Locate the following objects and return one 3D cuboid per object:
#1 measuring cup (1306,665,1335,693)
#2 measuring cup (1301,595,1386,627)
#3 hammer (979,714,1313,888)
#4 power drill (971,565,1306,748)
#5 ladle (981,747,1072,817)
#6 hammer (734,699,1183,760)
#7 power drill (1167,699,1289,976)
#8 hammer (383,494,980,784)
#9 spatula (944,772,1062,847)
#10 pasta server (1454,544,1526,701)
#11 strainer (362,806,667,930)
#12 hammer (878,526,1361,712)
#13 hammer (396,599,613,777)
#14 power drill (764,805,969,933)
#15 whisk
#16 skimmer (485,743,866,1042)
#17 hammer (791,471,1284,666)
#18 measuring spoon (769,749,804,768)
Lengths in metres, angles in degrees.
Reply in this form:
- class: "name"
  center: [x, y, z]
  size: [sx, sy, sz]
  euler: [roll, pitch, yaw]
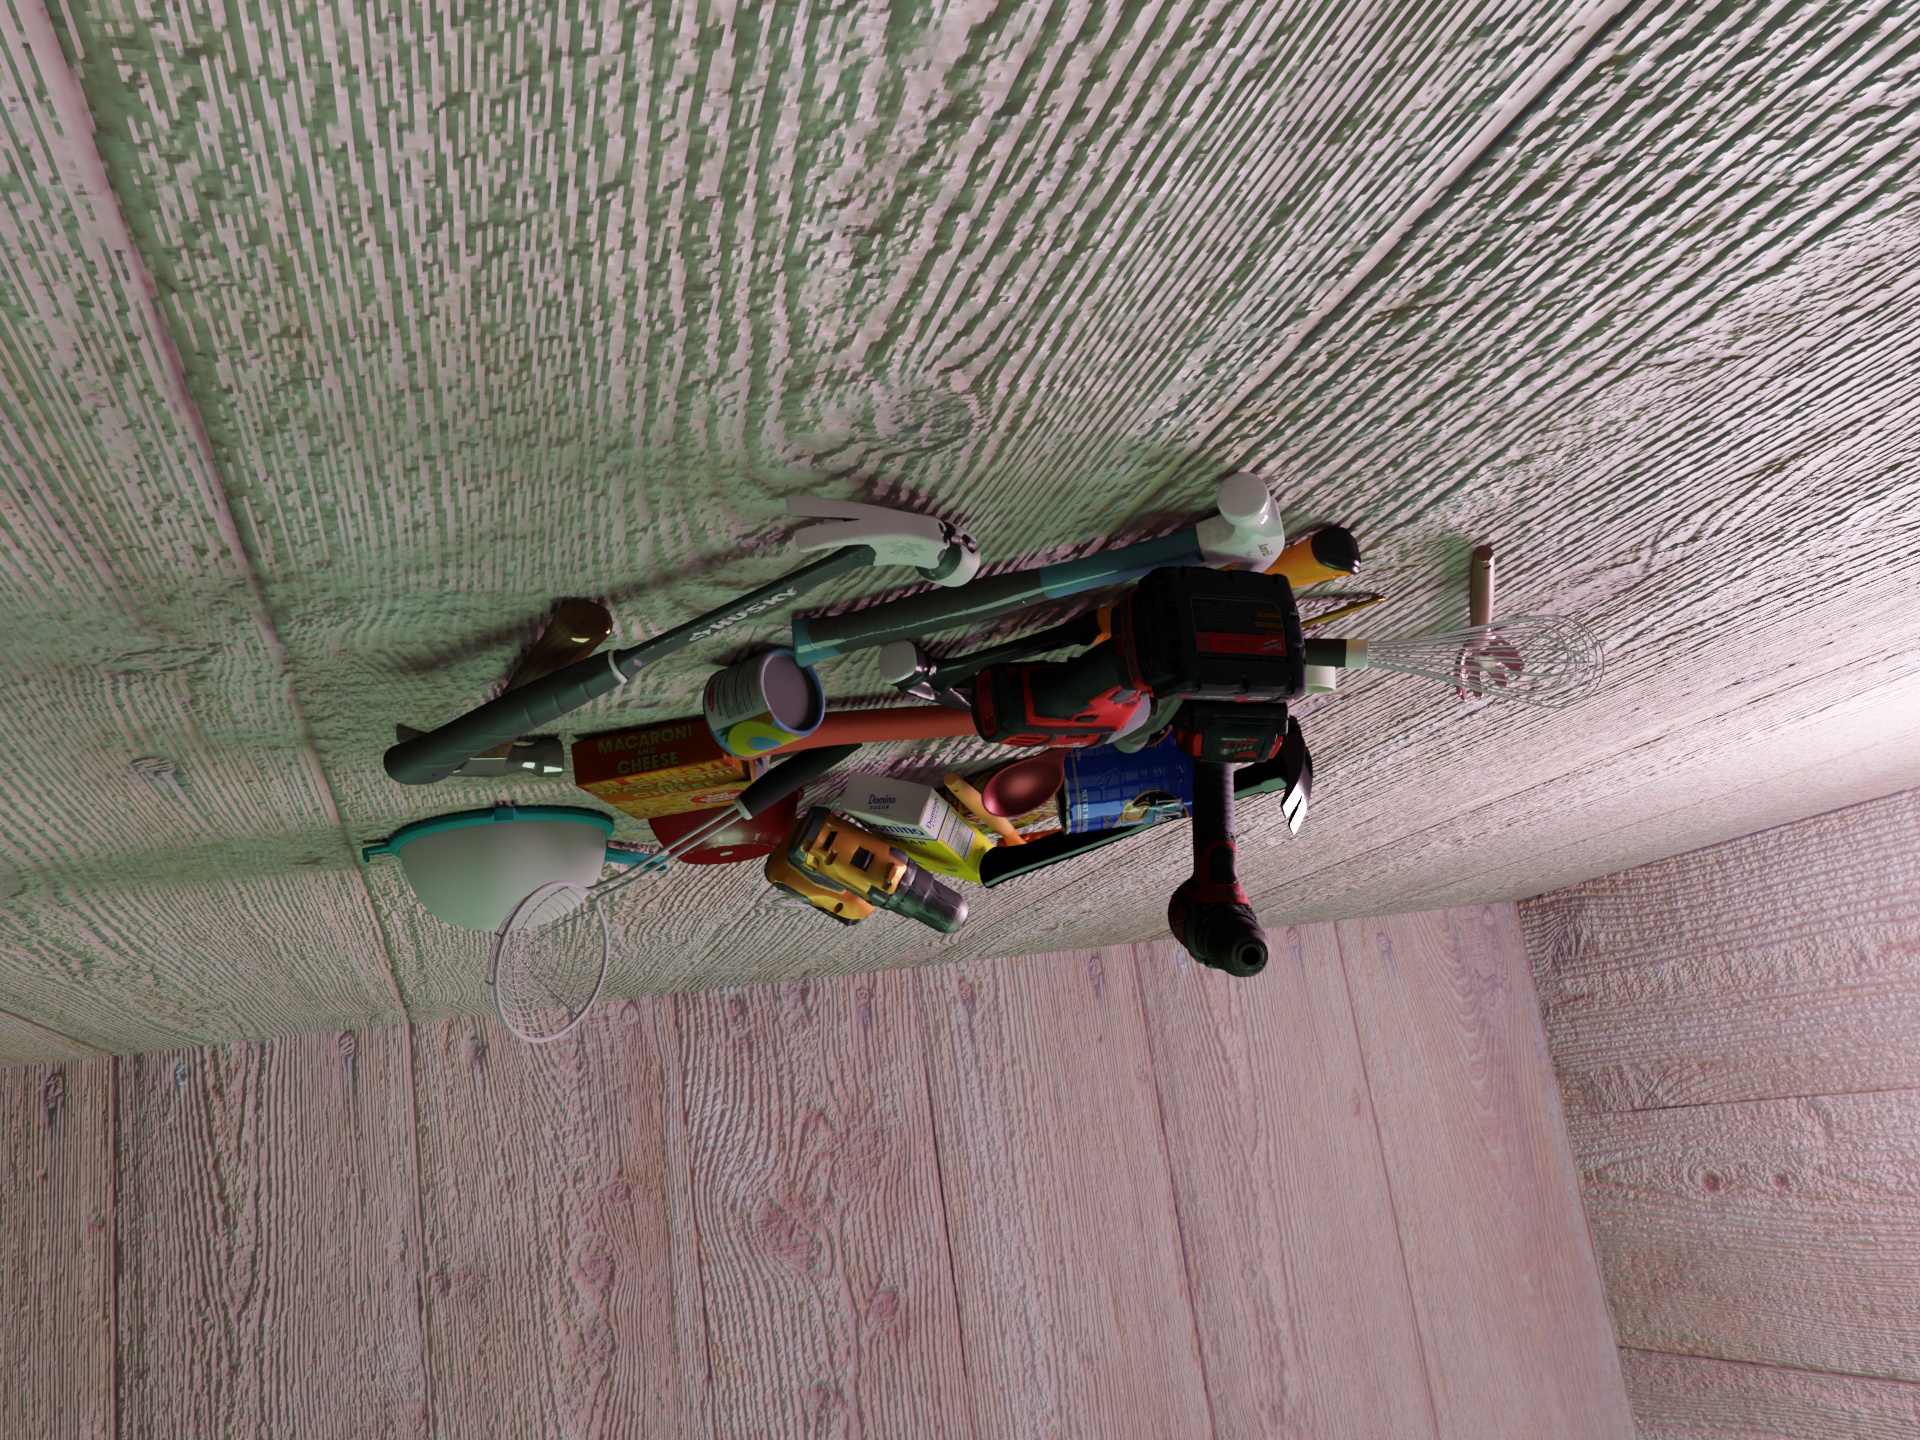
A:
- class: "measuring cup"
  center: [0.224, -0.044, 1.286]
  size: [0.168, 0.038, 0.083]
  euler: [2, 176, 41]
- class: "measuring cup"
  center: [0.244, -0.082, 1.168]
  size: [0.156, 0.029, 0.062]
  euler: [-16, 172, -21]
- class: "hammer"
  center: [0.173, 0.096, 1.511]
  size: [0.335, 0.146, 0.035]
  euler: [-21, 119, 15]
- class: "power drill"
  center: [0.118, -0.030, 1.045]
  size: [0.143, 0.079, 0.219]
  euler: [1, 166, -31]
- class: "ladle"
  center: [0.102, 0.001, 1.243]
  size: [0.069, 0.031, 0.315]
  euler: [5, 152, -26]
- class: "hammer"
  center: [-0.002, -0.004, 1.272]
  size: [0.359, 0.037, 0.149]
  euler: [-4, 157, -11]
- class: "power drill"
  center: [0.215, 0.092, 1.289]
  size: [0.080, 0.226, 0.188]
  euler: [2, -176, -4]
- class: "hammer"
  center: [-0.193, -0.038, 0.948]
  size: [0.409, 0.036, 0.149]
  euler: [-22, 166, 25]
- class: "spatula"
  center: [0.036, 0.092, 1.558]
  size: [0.081, 0.041, 0.322]
  euler: [-10, 160, 14]
- class: "pasta server"
  center: [0.410, -0.075, 1.243]
  size: [0.060, 0.040, 0.316]
  euler: [-24, 161, 11]
- class: "strainer"
  center: [-0.406, 0.162, 1.586]
  size: [0.211, 0.095, 0.340]
  euler: [-16, 163, 27]
- class: "hammer"
  center: [0.115, -0.068, 1.108]
  size: [0.337, 0.034, 0.127]
  euler: [-16, 163, 27]
- class: "hammer"
  center: [-0.304, -0.013, 1.094]
  size: [0.130, 0.031, 0.331]
  euler: [-1, 163, -29]
- class: "power drill"
  center: [-0.097, 0.158, 1.594]
  size: [0.185, 0.084, 0.226]
  euler: [30, 165, -11]
- class: "whisk"
  center: [0.328, -0.047, 1.182]
  size: [0.284, 0.070, 0.070]
  euler: [3, 168, 13]
- class: "skimmer"
  center: [-0.217, 0.121, 1.279]
  size: [0.363, 0.090, 0.127]
  euler: [-33, 134, -6]
- class: "hammer"
  center: [0.041, -0.084, 1.009]
  size: [0.331, 0.033, 0.128]
  euler: [-13, 164, 17]
- class: "measuring spoon"
  center: [-0.107, 0.016, 1.361]
  size: [0.124, 0.018, 0.034]
  euler: [-18, 164, 9]
